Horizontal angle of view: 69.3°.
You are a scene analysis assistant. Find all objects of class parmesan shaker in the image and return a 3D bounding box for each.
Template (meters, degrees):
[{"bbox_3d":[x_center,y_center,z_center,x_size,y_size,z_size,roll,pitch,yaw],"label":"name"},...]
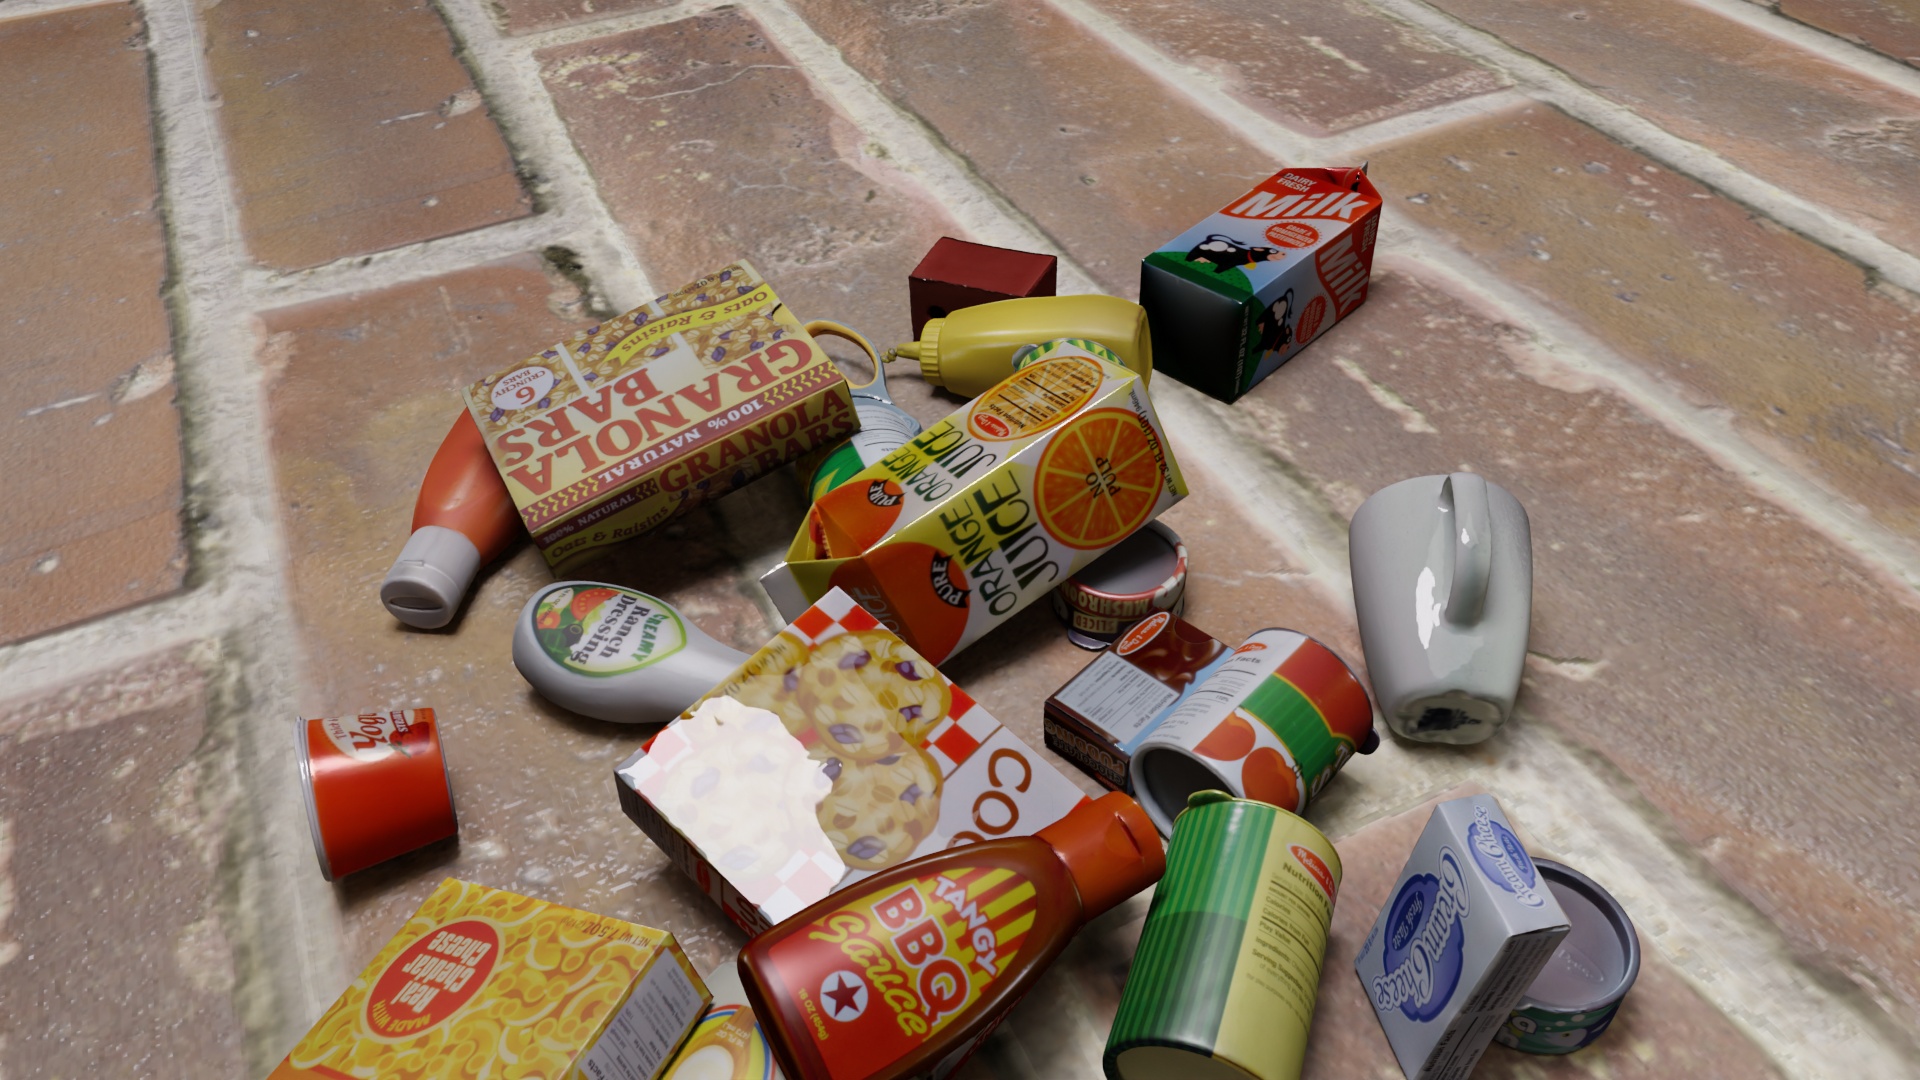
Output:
[{"bbox_3d":[0.094,0.152,0.502,0.071,0.071,0.103,13,44,16],"label":"parmesan shaker"}]

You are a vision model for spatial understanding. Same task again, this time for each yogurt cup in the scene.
[{"bbox_3d":[-0.242,0.102,0.577,0.054,0.072,0.072,-11,42,-22],"label":"yogurt cup"}]

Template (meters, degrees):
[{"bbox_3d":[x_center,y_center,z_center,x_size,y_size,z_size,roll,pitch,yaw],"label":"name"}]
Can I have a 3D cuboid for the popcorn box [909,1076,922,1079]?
[{"bbox_3d":[-0.006,0.233,0.439,0.127,0.038,0.085,25,50,27],"label":"popcorn box"}]

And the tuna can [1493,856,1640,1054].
[{"bbox_3d":[0.214,0.156,0.520,0.071,0.032,0.071,-1,42,1],"label":"tuna can"}]

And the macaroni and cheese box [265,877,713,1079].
[{"bbox_3d":[-0.181,0.195,0.460,0.123,0.040,0.167,1,37,34],"label":"macaroni and cheese box"}]

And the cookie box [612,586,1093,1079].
[{"bbox_3d":[-0.033,0.112,0.546,0.168,0.040,0.123,38,58,20],"label":"cookie box"}]

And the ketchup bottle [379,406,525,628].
[{"bbox_3d":[-0.254,-0.019,0.726,0.065,0.043,0.149,3,42,7],"label":"ketchup bottle"}]

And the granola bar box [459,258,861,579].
[{"bbox_3d":[-0.152,-0.066,0.696,0.166,0.038,0.124,-28,49,-14],"label":"granola bar box"}]

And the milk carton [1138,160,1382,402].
[{"bbox_3d":[0.196,-0.168,0.855,0.073,0.072,0.191,31,51,32],"label":"milk carton"}]

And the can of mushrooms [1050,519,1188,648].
[{"bbox_3d":[0.076,0.019,0.679,0.071,0.033,0.071,0,42,0],"label":"can of mushrooms"}]

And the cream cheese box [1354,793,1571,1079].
[{"bbox_3d":[0.172,0.142,0.486,0.024,0.103,0.053,-4,43,-13],"label":"cream cheese box"}]

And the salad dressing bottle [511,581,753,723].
[{"bbox_3d":[-0.130,0.060,0.632,0.148,0.043,0.064,15,45,15],"label":"salad dressing bottle"}]

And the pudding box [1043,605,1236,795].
[{"bbox_3d":[0.082,0.071,0.623,0.050,0.030,0.084,30,51,32],"label":"pudding box"}]

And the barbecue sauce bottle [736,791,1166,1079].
[{"bbox_3d":[0.002,0.135,0.479,0.149,0.043,0.065,-23,70,-23],"label":"barbecue sauce bottle"}]

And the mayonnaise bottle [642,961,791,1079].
[{"bbox_3d":[-0.100,0.213,0.461,0.065,0.041,0.149,16,44,29],"label":"mayonnaise bottle"}]

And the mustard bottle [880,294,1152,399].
[{"bbox_3d":[0.029,-0.109,0.804,0.160,0.065,0.049,4,45,18],"label":"mustard bottle"}]

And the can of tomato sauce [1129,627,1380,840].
[{"bbox_3d":[0.122,0.088,0.577,0.071,0.070,0.083,31,52,31],"label":"can of tomato sauce"}]

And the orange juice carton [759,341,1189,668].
[{"bbox_3d":[0.002,-0.008,0.651,0.193,0.071,0.073,-34,30,-10],"label":"orange juice carton"}]

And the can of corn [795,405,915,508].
[{"bbox_3d":[-0.047,-0.025,0.712,0.071,0.070,0.058,-15,43,-14],"label":"can of corn"}]

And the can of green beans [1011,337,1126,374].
[{"bbox_3d":[0.058,-0.066,0.750,0.071,0.071,0.058,3,43,6],"label":"can of green beans"}]
